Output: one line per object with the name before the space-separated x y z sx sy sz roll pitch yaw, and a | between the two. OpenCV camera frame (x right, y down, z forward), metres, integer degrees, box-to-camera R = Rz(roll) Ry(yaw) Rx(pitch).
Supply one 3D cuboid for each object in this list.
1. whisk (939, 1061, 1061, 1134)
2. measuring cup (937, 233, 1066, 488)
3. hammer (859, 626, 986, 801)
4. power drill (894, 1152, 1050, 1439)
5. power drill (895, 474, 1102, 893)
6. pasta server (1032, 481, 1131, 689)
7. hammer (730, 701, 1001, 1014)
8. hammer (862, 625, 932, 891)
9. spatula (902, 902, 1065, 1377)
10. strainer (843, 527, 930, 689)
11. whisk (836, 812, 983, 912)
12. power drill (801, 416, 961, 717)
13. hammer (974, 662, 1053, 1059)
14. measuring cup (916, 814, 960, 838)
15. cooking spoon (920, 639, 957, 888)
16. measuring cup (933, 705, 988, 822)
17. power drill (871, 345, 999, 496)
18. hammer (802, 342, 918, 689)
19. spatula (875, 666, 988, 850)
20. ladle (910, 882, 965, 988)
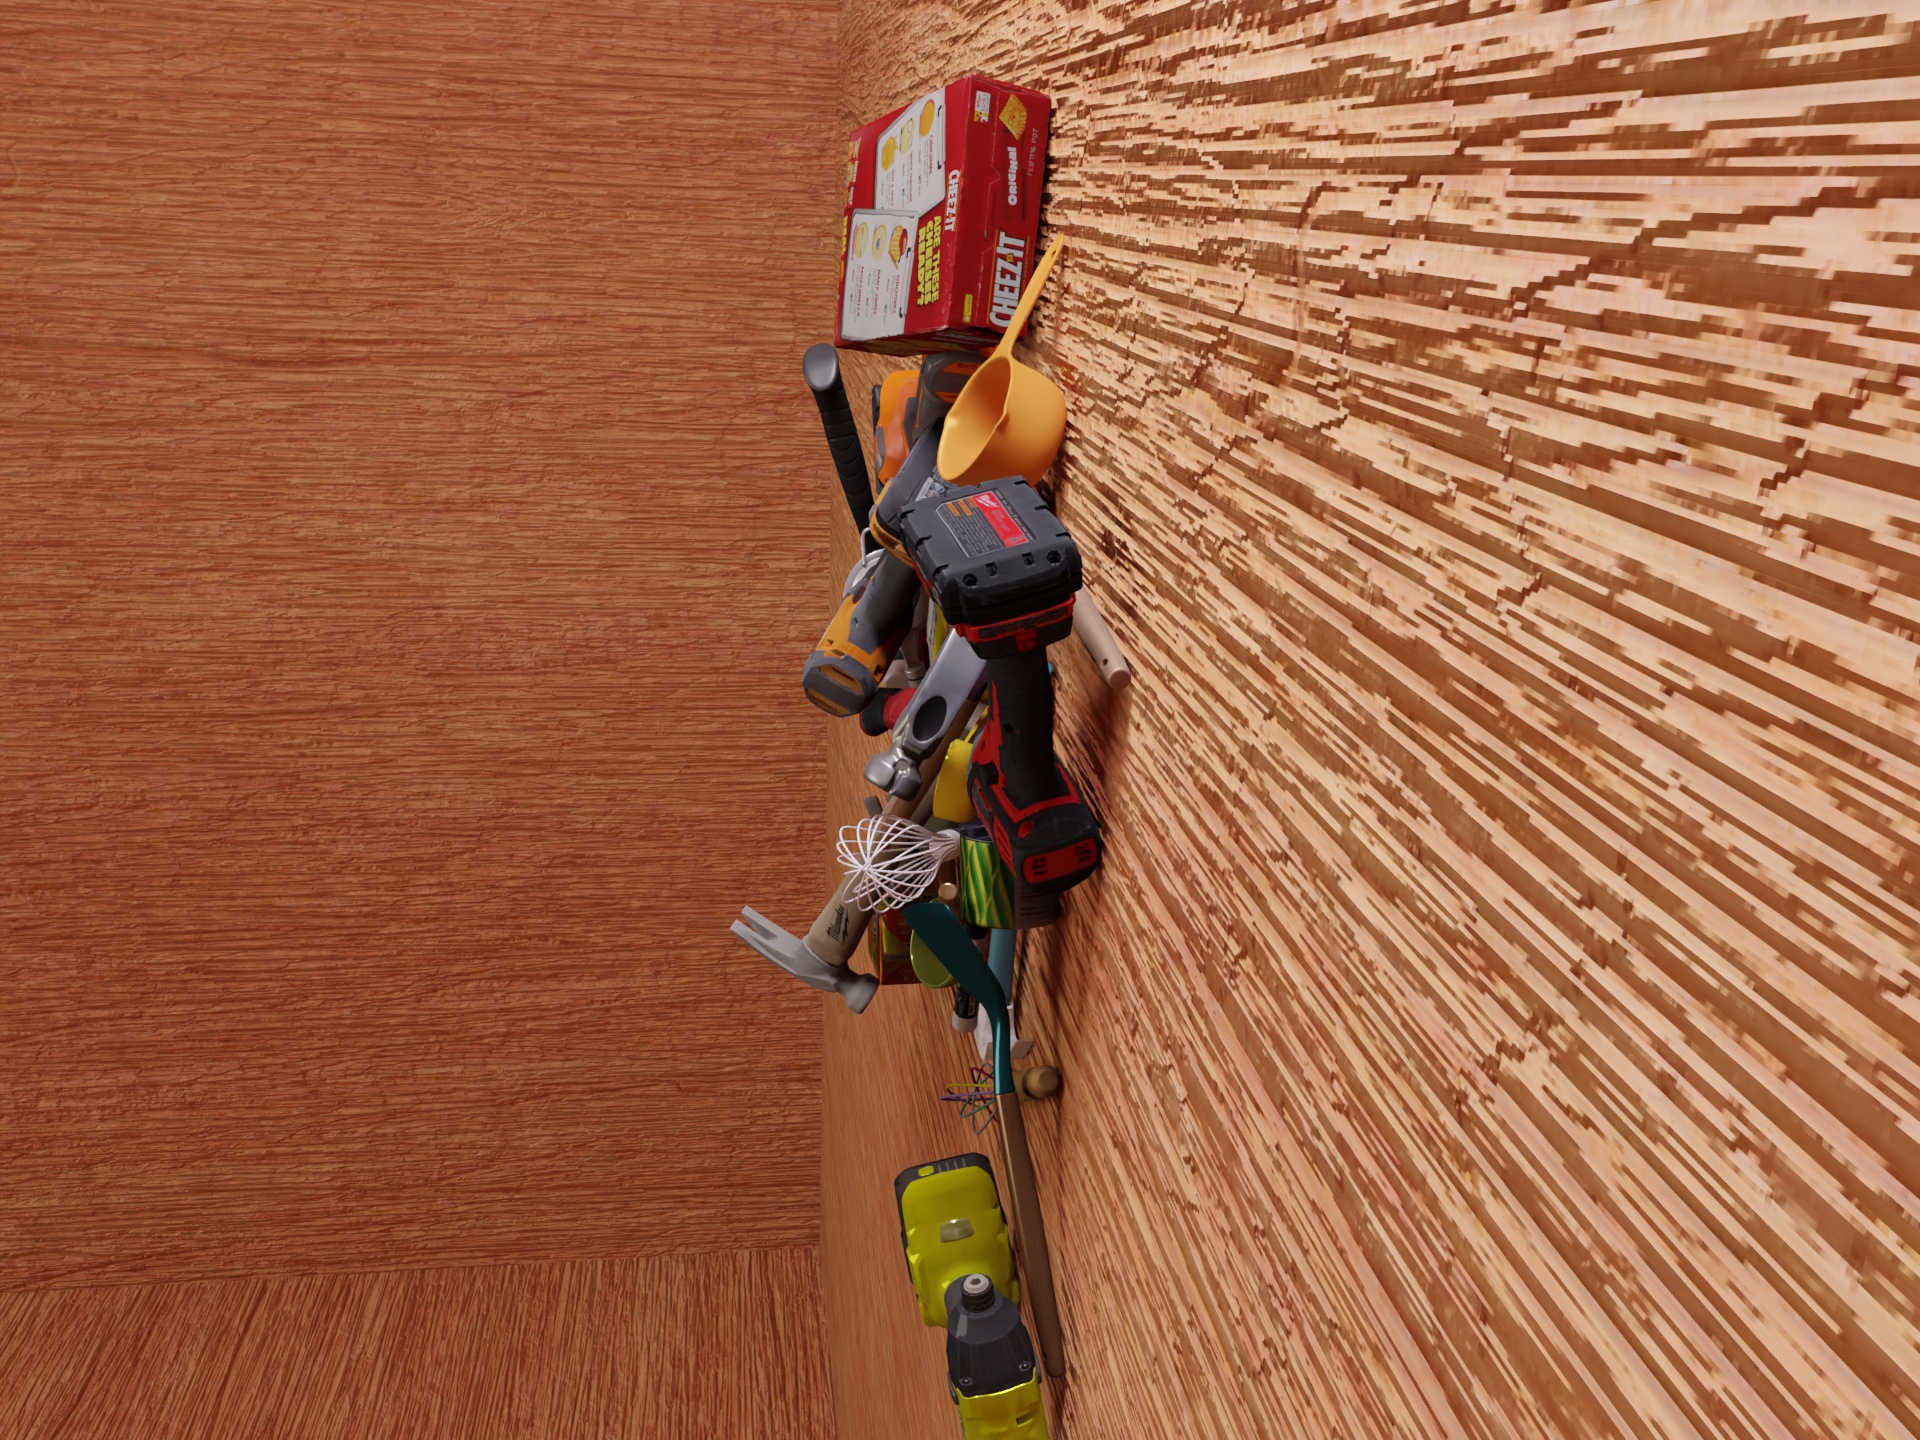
whisk | 0.035 0.268 1.149 0.047 0.051 0.245 53 160 6
measuring cup | 0.047 -0.222 1.020 0.173 0.052 0.095 -65 24 -1
hammer | -0.037 -0.022 1.223 0.143 0.038 0.386 -60 7 -2
power drill | 0.011 0.408 1.107 0.223 0.080 0.171 -120 19 -70
power drill | 0.027 -0.021 0.925 0.143 0.078 0.219 -119 15 -55
pasta server | 0.054 -0.097 0.986 0.060 0.040 0.316 -56 23 19
hammer | -0.075 0.110 1.345 0.410 0.146 0.038 -58 1 46
hammer | -0.052 -0.002 1.543 0.127 0.034 0.337 71 -165 -44
spatula | 0.024 0.273 1.045 0.082 0.044 0.317 -22 78 64
strainer | -0.041 -0.051 1.432 0.050 0.087 0.258 -123 13 -60
whisk | -0.019 0.092 1.150 0.284 0.070 0.070 -3 -87 -72
power drill | -0.038 -0.128 1.232 0.226 0.084 0.185 -55 7 46
hammer | 0.035 0.104 1.132 0.128 0.033 0.330 -104 16 -60
measuring cup | -0.004 0.029 1.422 0.083 0.038 0.168 107 177 -72
cooking spoon | -0.019 0.076 1.510 0.068 0.017 0.319 53 -150 -70
measuring cup | 0.020 0.019 1.152 0.157 0.029 0.062 -55 -22 -52
power drill | -0.020 -0.298 1.338 0.226 0.084 0.164 116 153 -62
hammer | -0.086 -0.190 1.442 0.146 0.035 0.334 -90 -11 -47
spatula | -0.002 -0.004 1.166 0.060 0.018 0.315 -85 19 -47
ladle | -0.016 0.158 1.241 0.320 0.062 0.078 84 -172 -75
